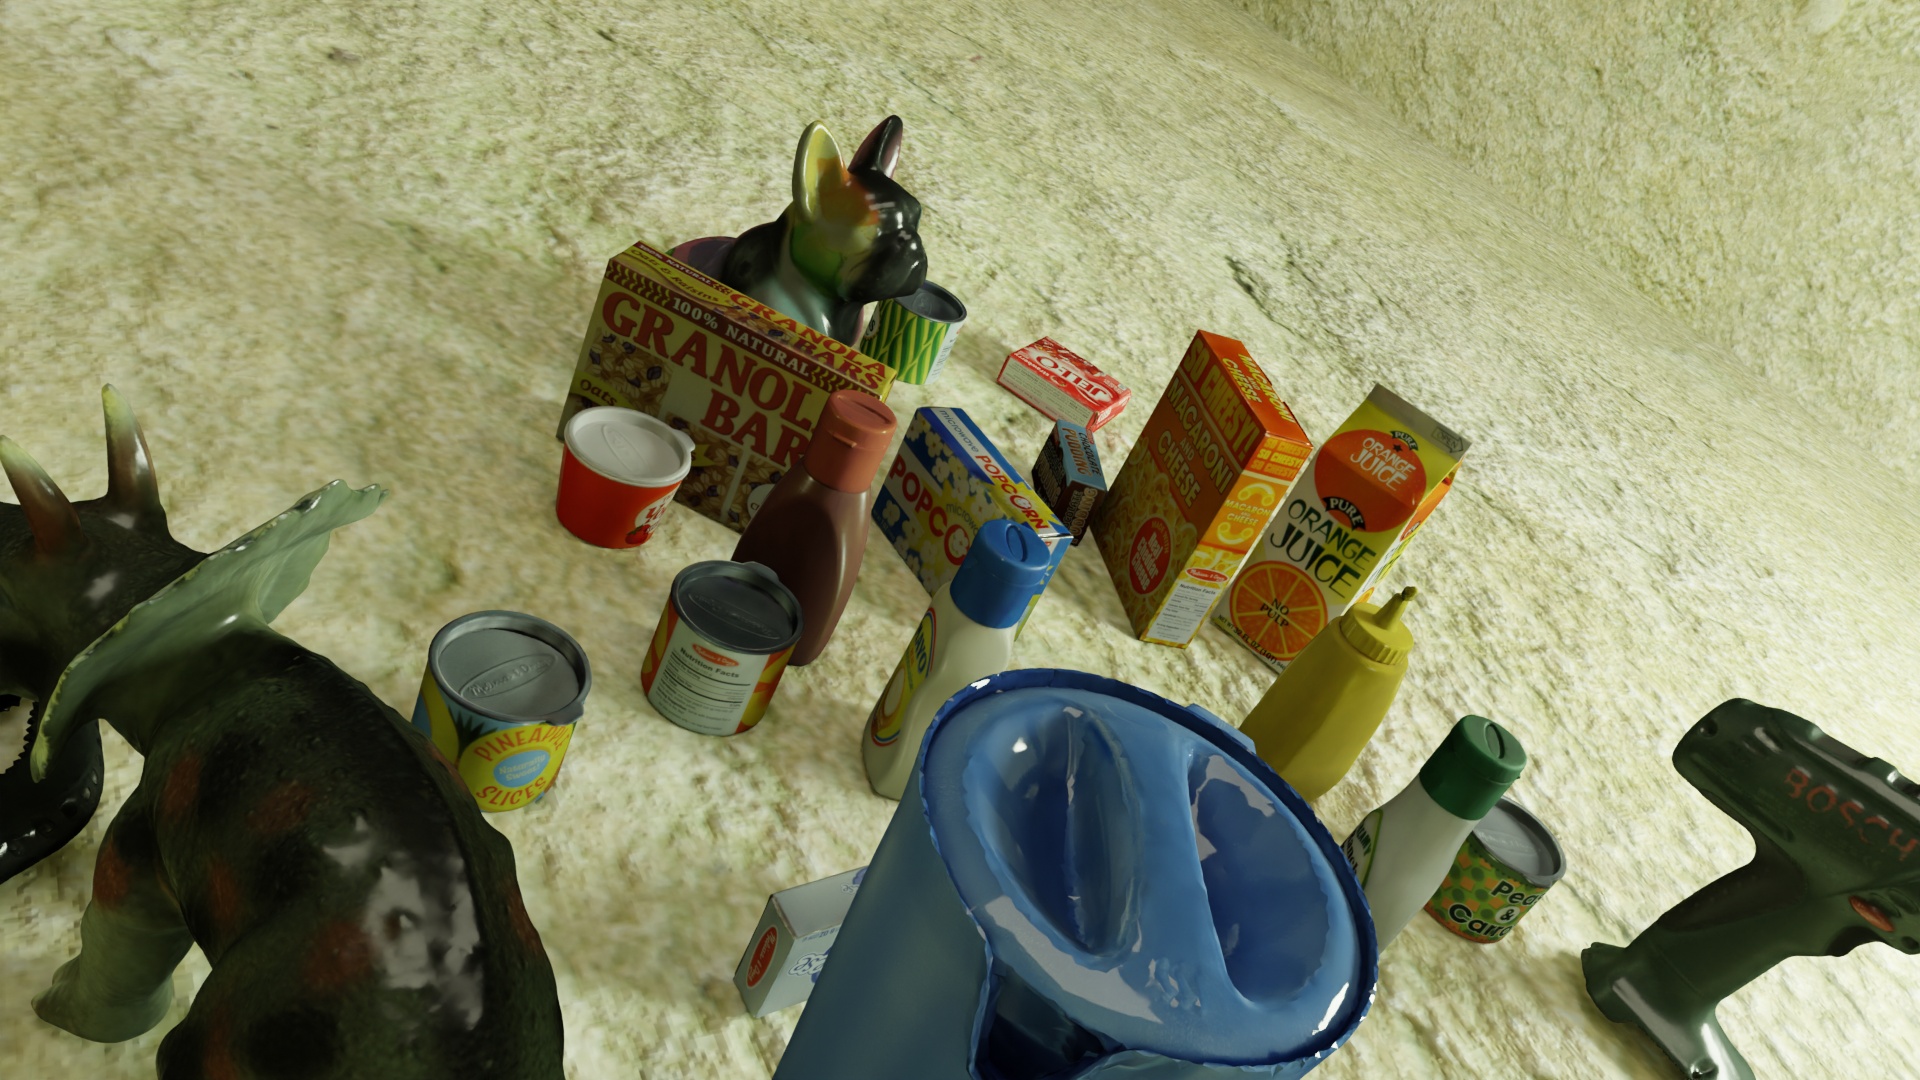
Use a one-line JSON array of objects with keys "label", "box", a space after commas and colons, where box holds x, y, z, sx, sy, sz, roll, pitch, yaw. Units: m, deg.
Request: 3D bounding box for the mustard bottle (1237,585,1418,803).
[{"label": "mustard bottle", "box": [0.210, 0.083, 0.775, 0.065, 0.159, 0.049, 5, 37, -32]}]

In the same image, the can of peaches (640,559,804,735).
[{"label": "can of peaches", "box": [-0.116, 0.051, 0.678, 0.071, 0.057, 0.071, 19, 32, -12]}]

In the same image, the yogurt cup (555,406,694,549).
[{"label": "yogurt cup", "box": [-0.186, -0.032, 0.753, 0.072, 0.053, 0.073, 19, 32, -12]}]

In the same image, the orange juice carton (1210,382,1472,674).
[{"label": "orange juice carton", "box": [0.249, -0.006, 0.905, 0.072, 0.191, 0.073, 40, 33, 20]}]

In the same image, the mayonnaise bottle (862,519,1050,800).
[{"label": "mayonnaise bottle", "box": [-0.003, 0.057, 0.667, 0.041, 0.147, 0.065, 16, 33, -18]}]

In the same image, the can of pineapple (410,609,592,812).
[{"label": "can of pineapple", "box": [-0.195, 0.073, 0.587, 0.071, 0.057, 0.071, 19, 32, -12]}]

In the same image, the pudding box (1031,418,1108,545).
[{"label": "pudding box", "box": [0.075, -0.042, 0.965, 0.030, 0.049, 0.084, 18, 32, -15]}]

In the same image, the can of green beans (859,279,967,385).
[{"label": "can of green beans", "box": [-0.036, -0.159, 1.048, 0.071, 0.057, 0.071, 19, 32, -12]}]

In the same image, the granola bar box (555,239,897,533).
[{"label": "granola bar box", "box": [-0.134, -0.077, 0.790, 0.165, 0.123, 0.039, 27, 31, 1]}]

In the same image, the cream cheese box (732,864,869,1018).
[{"label": "cream cheese box", "box": [-0.040, 0.160, 0.578, 0.104, 0.053, 0.024, -6, 44, -42]}]

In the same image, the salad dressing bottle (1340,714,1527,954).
[{"label": "salad dressing bottle", "box": [0.227, 0.151, 0.699, 0.044, 0.147, 0.064, 27, 31, -1]}]

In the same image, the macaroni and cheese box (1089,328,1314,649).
[{"label": "macaroni and cheese box", "box": [0.150, -0.033, 0.896, 0.040, 0.165, 0.124, 12, 34, -23]}]

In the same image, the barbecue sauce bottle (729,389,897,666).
[{"label": "barbecue sauce bottle", "box": [-0.075, -0.007, 0.707, 0.065, 0.147, 0.044, 28, 31, 3]}]

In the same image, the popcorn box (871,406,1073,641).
[{"label": "popcorn box", "box": [0.003, -0.010, 0.831, 0.038, 0.084, 0.127, -3, 42, -40]}]

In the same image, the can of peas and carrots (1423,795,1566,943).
[{"label": "can of peas and carrots", "box": [0.297, 0.186, 0.785, 0.071, 0.058, 0.071, 19, 32, -12]}]
